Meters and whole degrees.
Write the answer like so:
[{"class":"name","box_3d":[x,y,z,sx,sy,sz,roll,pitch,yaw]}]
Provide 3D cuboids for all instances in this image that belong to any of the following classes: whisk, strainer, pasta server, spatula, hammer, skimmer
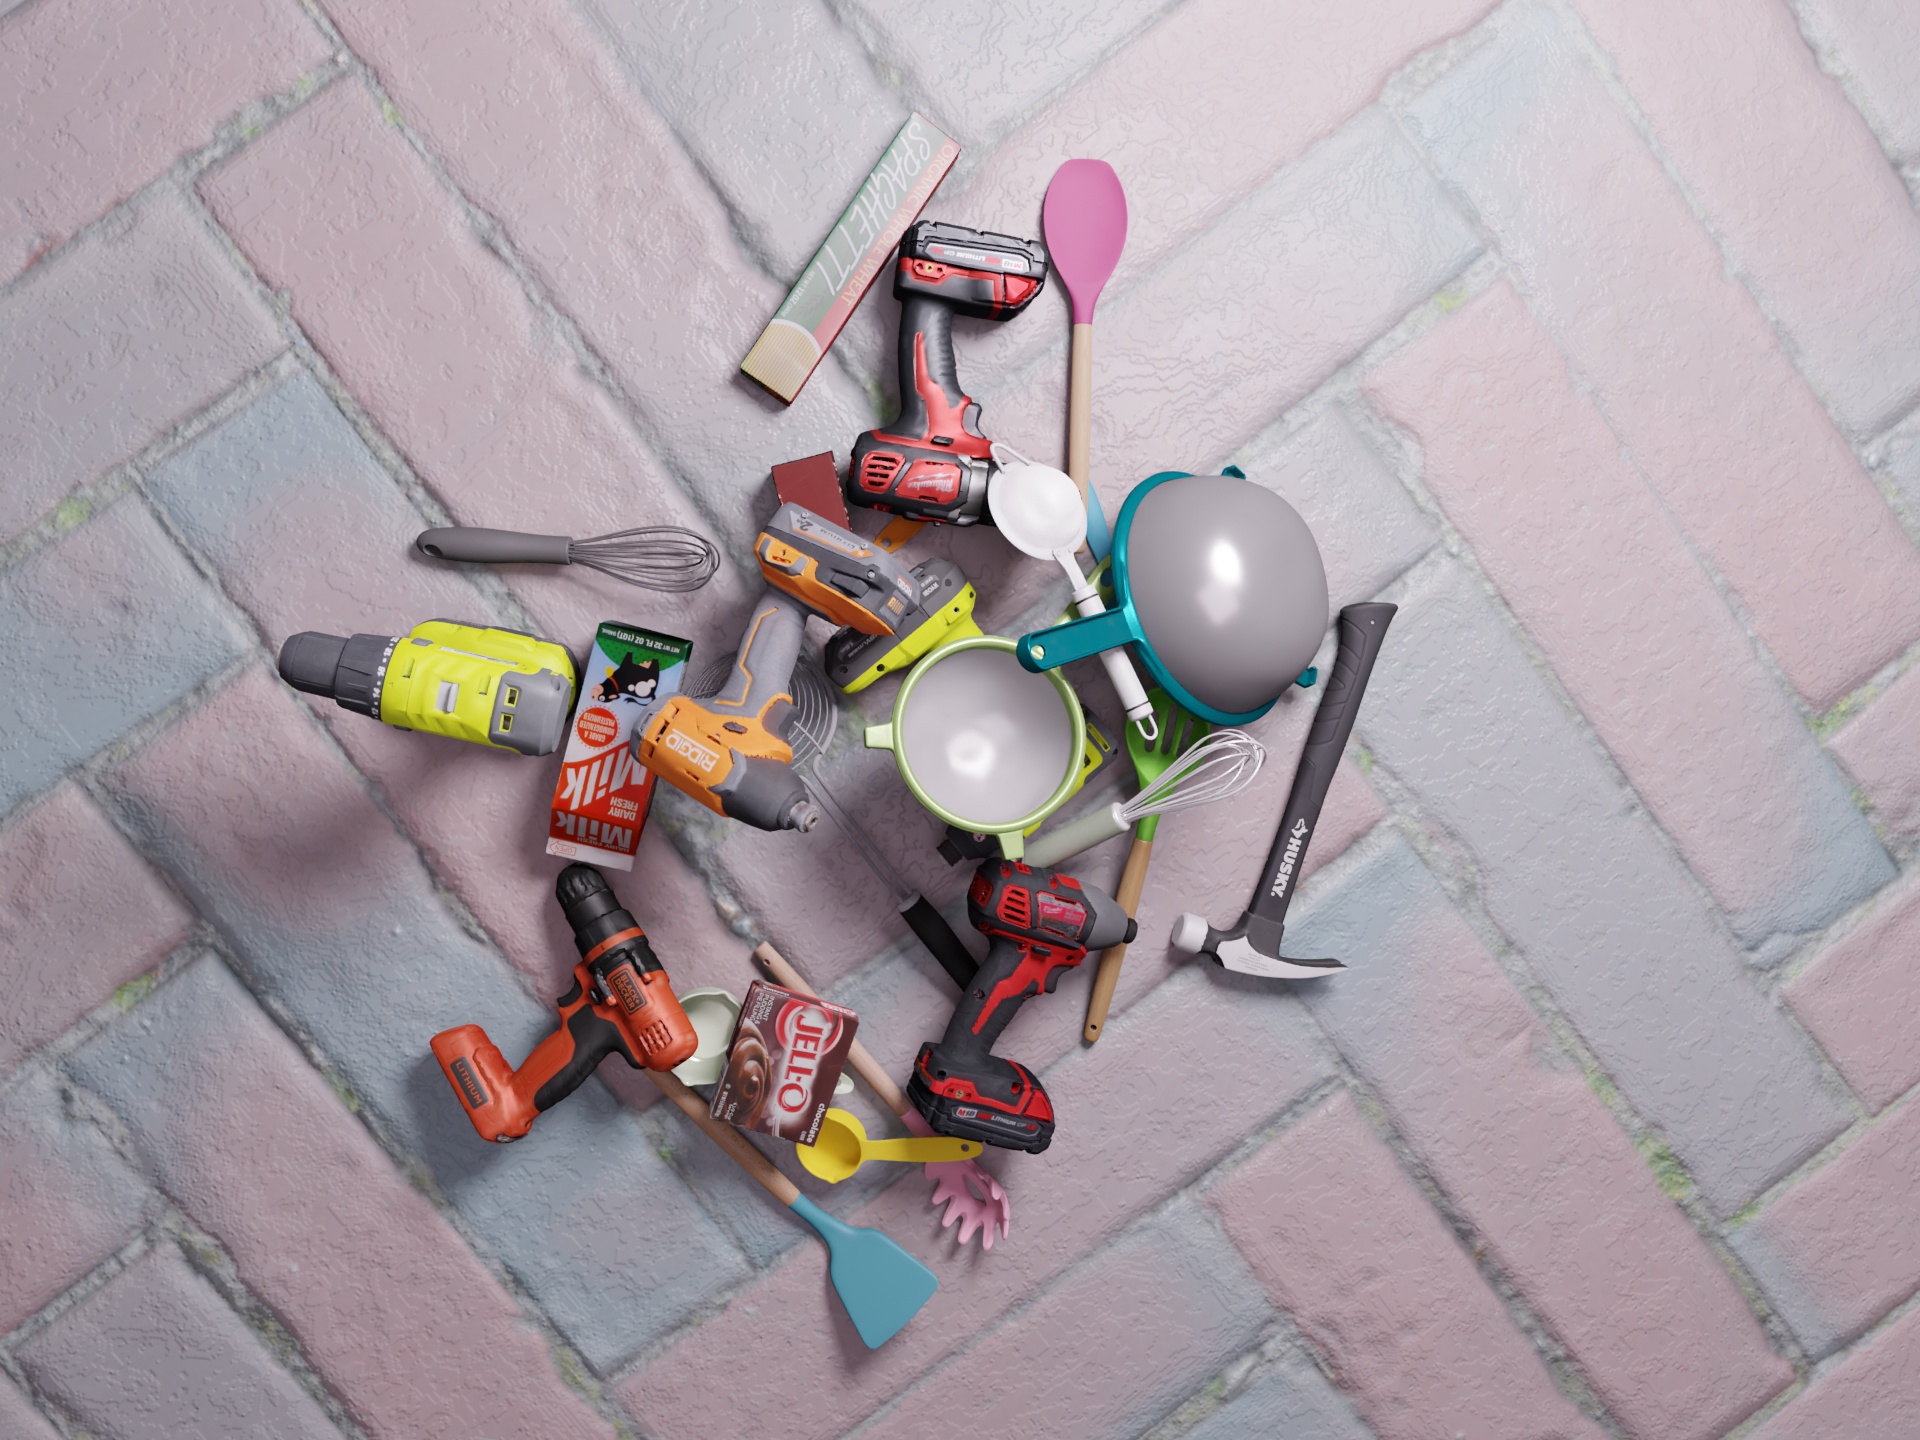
[{"class":"whisk","box_3d":[0.136,0.073,1.273,0.246,0.058,0.059,-29,140,27]},{"class":"strainer","box_3d":[0.046,-0.025,1.230,0.151,0.069,0.256,39,72,-5]},{"class":"pasta server","box_3d":[-0.066,0.308,1.320,0.060,0.040,0.316,-37,96,28]},{"class":"spatula","box_3d":[-0.156,0.382,1.314,0.317,0.044,0.082,44,93,-6]},{"class":"whisk","box_3d":[-0.310,-0.133,1.260,0.239,0.055,0.055,4,94,-1]},{"class":"strainer","box_3d":[0.179,-0.093,1.187,0.340,0.095,0.211,-19,89,-46]},{"class":"hammer","box_3d":[0.300,0.057,1.339,0.146,0.035,0.335,19,92,-6]},{"class":"skimmer","box_3d":[-0.087,0.097,1.306,0.127,0.090,0.363,-41,108,-14]},{"class":"strainer","box_3d":[0.093,-0.103,1.204,0.087,0.050,0.258,-24,88,-34]}]

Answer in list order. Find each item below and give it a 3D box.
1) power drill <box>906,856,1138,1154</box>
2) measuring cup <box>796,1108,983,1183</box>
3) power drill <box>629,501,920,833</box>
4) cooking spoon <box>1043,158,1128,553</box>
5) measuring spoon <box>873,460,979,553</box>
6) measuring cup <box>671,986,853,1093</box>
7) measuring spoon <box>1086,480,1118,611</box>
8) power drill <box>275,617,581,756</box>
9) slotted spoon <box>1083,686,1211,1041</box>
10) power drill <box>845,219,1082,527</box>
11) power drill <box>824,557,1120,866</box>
[{"class":"power drill","box_3d":[0.051,0.228,1.286,0.143,0.079,0.219,17,95,-20]},{"class":"measuring cup","box_3d":[-0.057,0.347,1.309,0.156,0.029,0.062,-3,104,10]},{"class":"power drill","box_3d":[-0.126,-0.031,1.178,0.164,0.084,0.226,29,85,27]},{"class":"cooking spoon","box_3d":[0.098,-0.296,1.295,0.068,0.017,0.319,1,92,-3]},{"class":"measuring spoon","box_3d":[-0.028,-0.174,1.302,0.117,0.011,0.021,-41,88,2]},{"class":"measuring cup","box_3d":[-0.167,0.271,1.309,0.167,0.038,0.083,22,91,-11]},{"class":"measuring spoon","box_3d":[0.117,-0.146,1.310,0.042,0.021,0.128,-21,96,-4]},{"class":"power drill","box_3d":[-0.375,-0.030,1.165,0.190,0.228,0.080,13,93,-7]},{"class":"slotted spoon","box_3d":[0.143,0.121,1.314,0.070,0.031,0.313,15,103,12]},{"class":"power drill","box_3d":[0.017,-0.263,1.259,0.188,0.080,0.227,9,92,-6]},{"class":"power drill","box_3d":[-0.002,-0.004,1.284,0.171,0.080,0.223,-40,100,-2]}]
